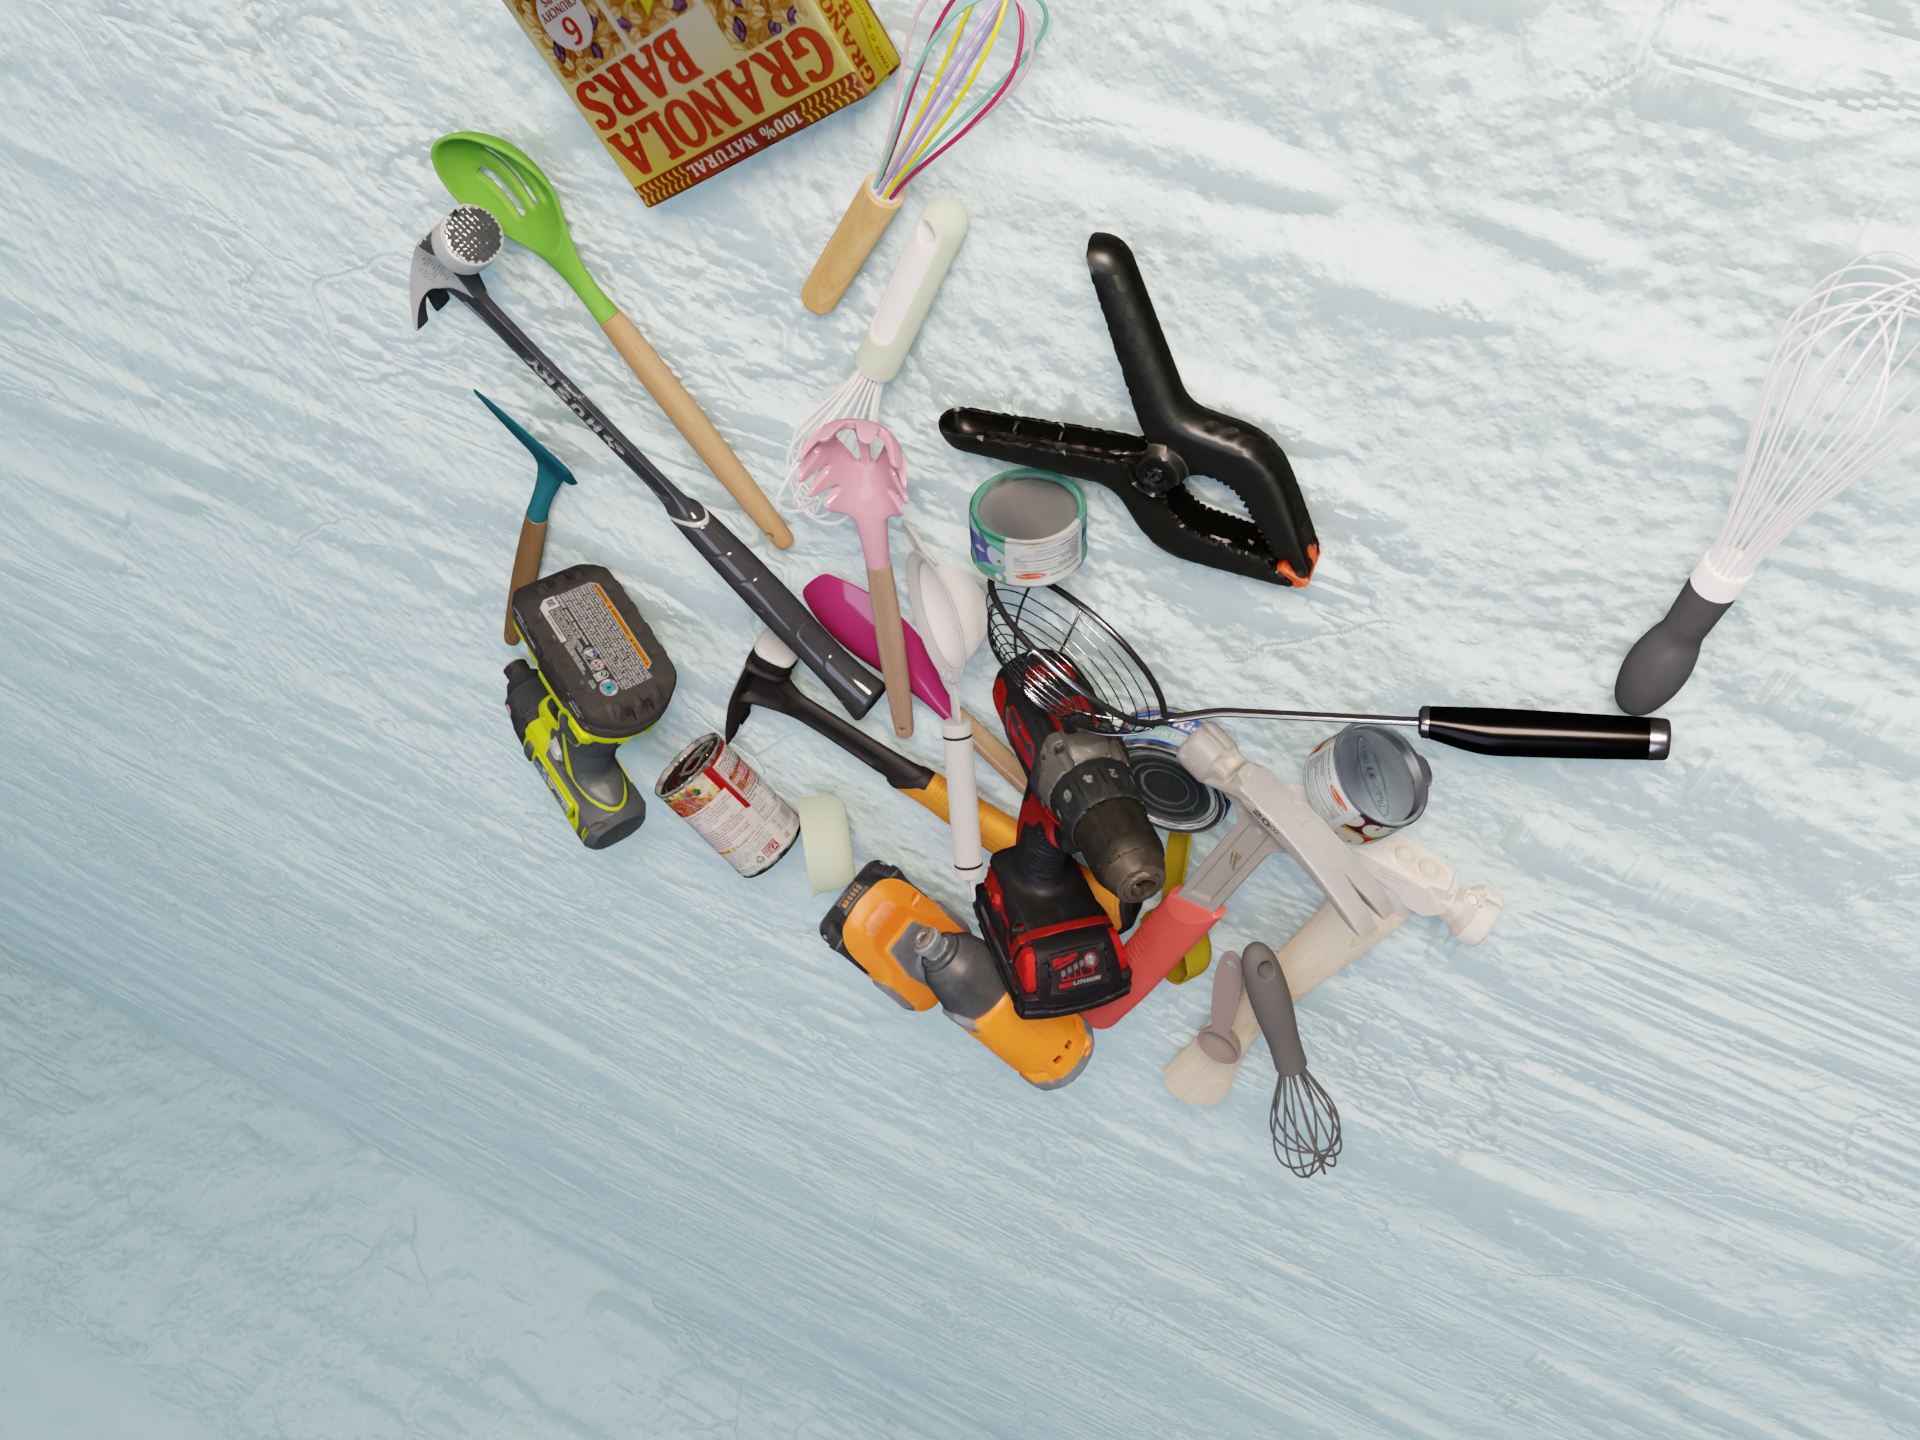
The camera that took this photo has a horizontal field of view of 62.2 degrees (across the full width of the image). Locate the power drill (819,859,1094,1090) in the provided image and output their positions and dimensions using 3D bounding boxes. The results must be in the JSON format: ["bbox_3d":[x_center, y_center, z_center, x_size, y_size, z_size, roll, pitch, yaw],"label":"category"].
[{"bbox_3d":[-0.015,0.180,1.188,0.164,0.084,0.227,44,168,-30],"label":"power drill"}]

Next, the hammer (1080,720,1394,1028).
[{"bbox_3d":[0.149,0.139,1.041,0.149,0.037,0.358,48,152,14],"label":"hammer"}]

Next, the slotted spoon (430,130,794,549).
[{"bbox_3d":[-0.196,-0.222,0.956,0.070,0.031,0.313,-7,132,42],"label":"slotted spoon"}]

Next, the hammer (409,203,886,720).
[{"bbox_3d":[-0.190,-0.144,1.015,0.408,0.036,0.149,47,157,-22],"label":"hammer"}]

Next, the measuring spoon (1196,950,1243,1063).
[{"bbox_3d":[0.192,0.202,1.137,0.034,0.018,0.124,24,138,25],"label":"measuring spoon"}]

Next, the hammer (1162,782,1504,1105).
[{"bbox_3d":[0.218,0.184,1.132,0.146,0.038,0.410,30,146,4],"label":"hammer"}]

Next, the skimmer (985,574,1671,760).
[{"bbox_3d":[0.191,-0.031,0.863,0.363,0.127,0.090,4,105,17],"label":"skimmer"}]

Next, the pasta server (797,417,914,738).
[{"bbox_3d":[-0.049,-0.074,0.968,0.060,0.040,0.316,5,147,7],"label":"pasta server"}]

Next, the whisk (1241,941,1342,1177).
[{"bbox_3d":[0.230,0.242,1.123,0.055,0.055,0.238,4,131,33],"label":"whisk"}]

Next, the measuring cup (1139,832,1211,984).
[{"bbox_3d":[0.157,0.118,1.105,0.062,0.029,0.156,49,147,44],"label":"measuring cup"}]

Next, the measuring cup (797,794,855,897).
[{"bbox_3d":[-0.103,0.110,1.277,0.038,0.083,0.167,-10,161,-3],"label":"measuring cup"}]

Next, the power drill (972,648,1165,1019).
[{"bbox_3d":[0.070,0.091,0.995,0.080,0.188,0.226,-11,134,-14],"label":"power drill"}]

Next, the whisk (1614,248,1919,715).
[{"bbox_3d":[0.346,-0.083,0.692,0.070,0.070,0.284,23,149,13],"label":"whisk"}]

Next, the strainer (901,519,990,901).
[{"bbox_3d":[-0.002,-0.003,1.002,0.087,0.050,0.258,-141,43,-62],"label":"strainer"}]

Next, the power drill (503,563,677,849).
[{"bbox_3d":[-0.295,-0.015,1.220,0.171,0.080,0.223,55,149,13],"label":"power drill"}]

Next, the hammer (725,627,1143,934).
[{"bbox_3d":[-0.018,0.058,1.158,0.337,0.034,0.127,32,145,-1],"label":"hammer"}]

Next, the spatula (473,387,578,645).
[{"bbox_3d":[-0.317,-0.129,1.146,0.082,0.044,0.317,40,147,3],"label":"spatula"}]

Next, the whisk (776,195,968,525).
[{"bbox_3d":[-0.049,-0.189,0.870,0.058,0.059,0.246,55,144,15],"label":"whisk"}]

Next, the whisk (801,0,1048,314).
[{"bbox_3d":[-0.026,-0.270,0.762,0.245,0.051,0.047,-39,72,58],"label":"whisk"}]

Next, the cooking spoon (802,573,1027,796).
[{"bbox_3d":[0.014,0.013,1.091,0.318,0.017,0.069,43,144,-14],"label":"cooking spoon"}]
